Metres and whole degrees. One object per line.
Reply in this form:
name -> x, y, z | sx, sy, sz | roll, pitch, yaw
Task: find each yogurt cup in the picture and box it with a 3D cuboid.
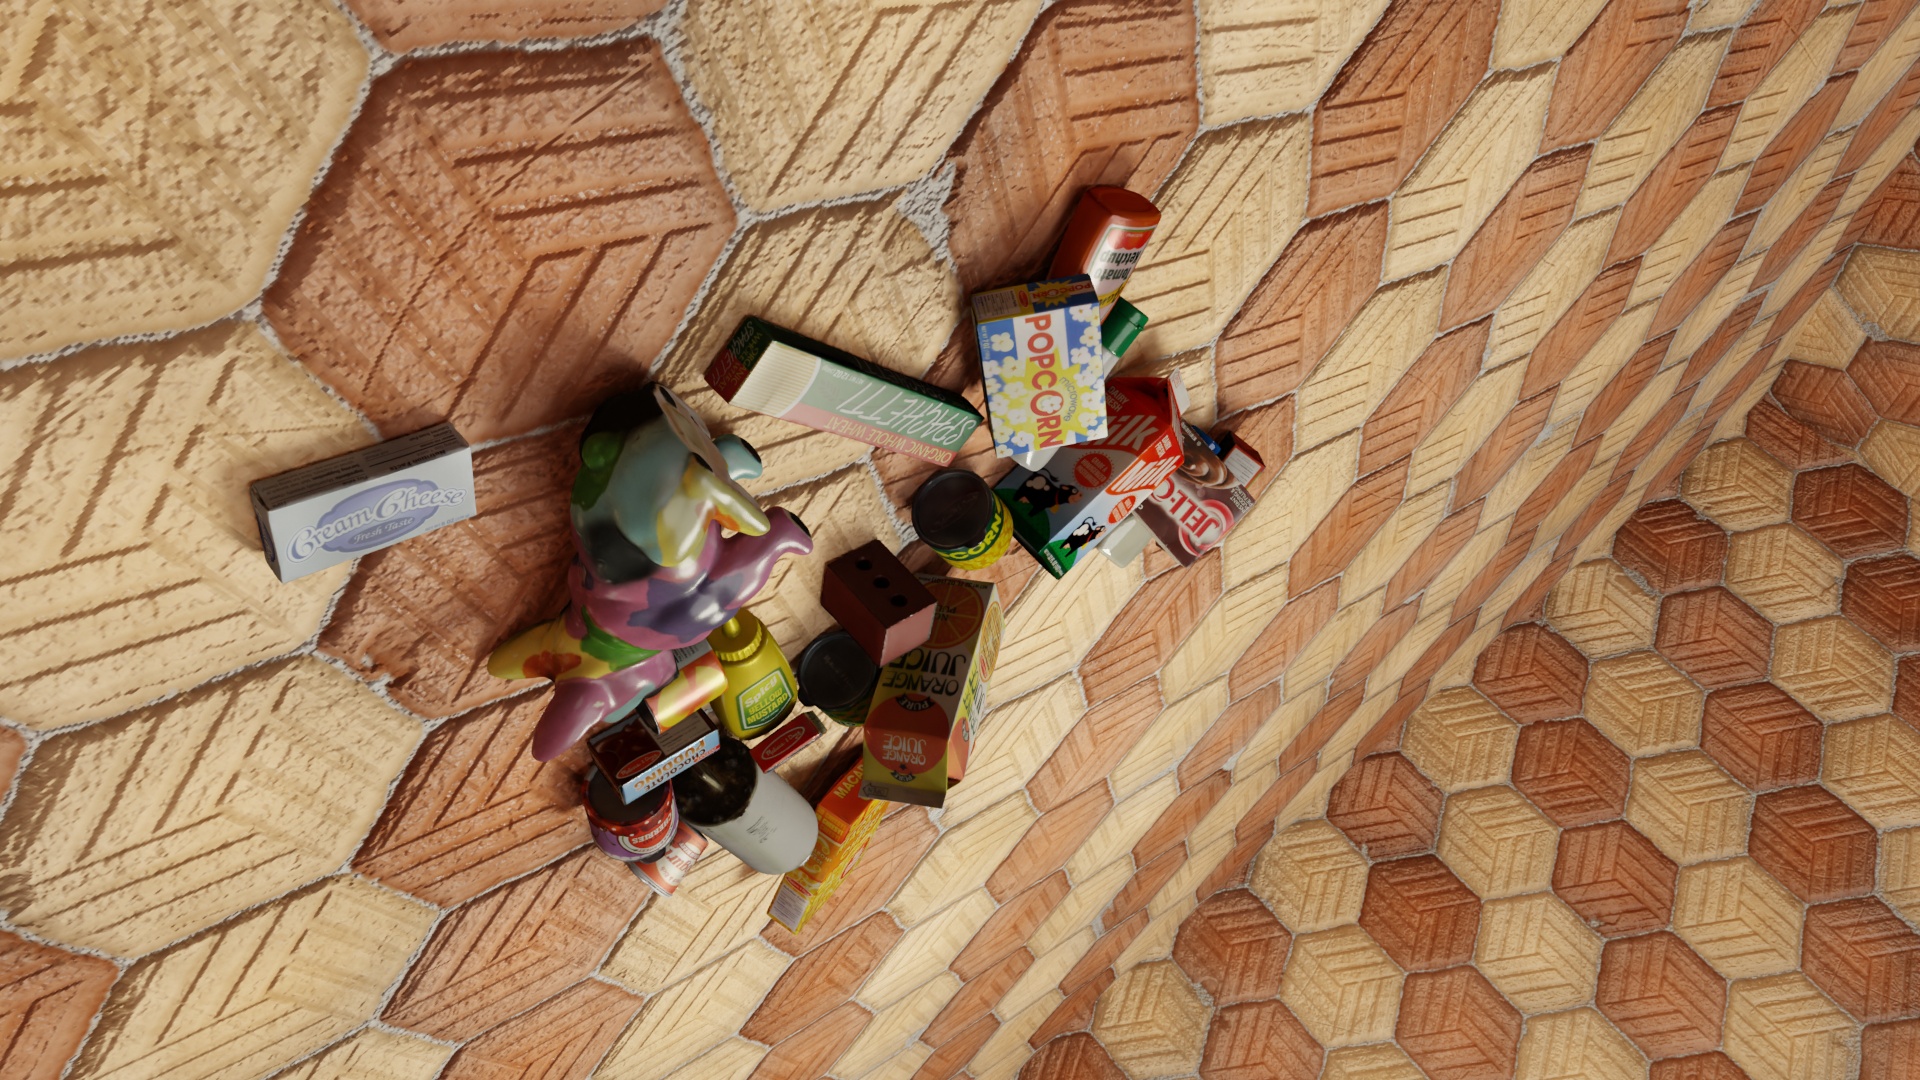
yogurt cup -> -0.241, 0.247, 1.124 | 0.054, 0.072, 0.072 | -47, 154, -12

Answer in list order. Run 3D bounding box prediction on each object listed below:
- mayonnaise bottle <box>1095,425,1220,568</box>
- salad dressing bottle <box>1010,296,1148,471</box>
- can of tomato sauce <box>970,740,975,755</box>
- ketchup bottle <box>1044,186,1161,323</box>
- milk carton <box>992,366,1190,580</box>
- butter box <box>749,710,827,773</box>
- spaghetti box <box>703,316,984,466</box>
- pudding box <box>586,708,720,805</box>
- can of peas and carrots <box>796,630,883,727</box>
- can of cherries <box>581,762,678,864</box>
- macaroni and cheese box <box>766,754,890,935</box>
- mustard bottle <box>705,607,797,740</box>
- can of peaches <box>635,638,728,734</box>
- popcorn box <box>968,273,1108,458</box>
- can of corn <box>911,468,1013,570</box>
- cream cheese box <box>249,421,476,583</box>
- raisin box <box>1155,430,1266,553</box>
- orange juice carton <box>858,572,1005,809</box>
mayonnaise bottle -> 0.183, -0.043, 1.315 | 0.148, 0.041, 0.064 | -48, 142, 5
salad dressing bottle -> 0.086, -0.123, 1.072 | 0.147, 0.044, 0.064 | -52, 156, 12
can of tomato sauce -> -0.017, 0.172, 1.313 | 0.071, 0.071, 0.082 | -33, 151, -20
ketchup bottle -> 0.086, -0.179, 0.994 | 0.065, 0.043, 0.148 | -10, 138, -42
milk carton -> 0.119, -0.065, 1.164 | 0.190, 0.073, 0.072 | -43, 152, -3
butter box -> -0.136, 0.160, 1.111 | 0.053, 0.024, 0.103 | -35, 176, -6
spaghetti box -> -0.067, -0.094, 0.922 | 0.050, 0.029, 0.250 | -52, 152, 16
pudding box -> -0.226, 0.151, 1.024 | 0.084, 0.050, 0.030 | -30, 148, -27
can of peas and carrots -> -0.094, 0.116, 1.135 | 0.071, 0.071, 0.058 | -42, 153, -5
can of cherries -> -0.246, 0.200, 1.042 | 0.072, 0.071, 0.058 | -29, 149, -26
macaroni and cheese box -> -0.116, 0.280, 1.324 | 0.124, 0.040, 0.165 | -42, 161, -54
mustard bottle -> -0.162, 0.091, 1.029 | 0.065, 0.049, 0.159 | -35, 151, -18
can of peaches -> -0.201, 0.092, 0.958 | 0.058, 0.071, 0.071 | -33, 151, -21
popcorn box -> 0.057, -0.122, 0.979 | 0.085, 0.038, 0.126 | -11, 136, -1
can of corn -> 0.004, -0.014, 1.082 | 0.071, 0.071, 0.058 | -44, 153, 1
cream cheese box -> -0.303, -0.020, 0.711 | 0.104, 0.024, 0.053 | -25, 146, -33
raisin box -> 0.241, -0.043, 1.357 | 0.123, 0.040, 0.086 | -53, -176, 15
orange juice carton -> -0.023, 0.126, 1.125 | 0.072, 0.072, 0.193 | 75, 27, -52
